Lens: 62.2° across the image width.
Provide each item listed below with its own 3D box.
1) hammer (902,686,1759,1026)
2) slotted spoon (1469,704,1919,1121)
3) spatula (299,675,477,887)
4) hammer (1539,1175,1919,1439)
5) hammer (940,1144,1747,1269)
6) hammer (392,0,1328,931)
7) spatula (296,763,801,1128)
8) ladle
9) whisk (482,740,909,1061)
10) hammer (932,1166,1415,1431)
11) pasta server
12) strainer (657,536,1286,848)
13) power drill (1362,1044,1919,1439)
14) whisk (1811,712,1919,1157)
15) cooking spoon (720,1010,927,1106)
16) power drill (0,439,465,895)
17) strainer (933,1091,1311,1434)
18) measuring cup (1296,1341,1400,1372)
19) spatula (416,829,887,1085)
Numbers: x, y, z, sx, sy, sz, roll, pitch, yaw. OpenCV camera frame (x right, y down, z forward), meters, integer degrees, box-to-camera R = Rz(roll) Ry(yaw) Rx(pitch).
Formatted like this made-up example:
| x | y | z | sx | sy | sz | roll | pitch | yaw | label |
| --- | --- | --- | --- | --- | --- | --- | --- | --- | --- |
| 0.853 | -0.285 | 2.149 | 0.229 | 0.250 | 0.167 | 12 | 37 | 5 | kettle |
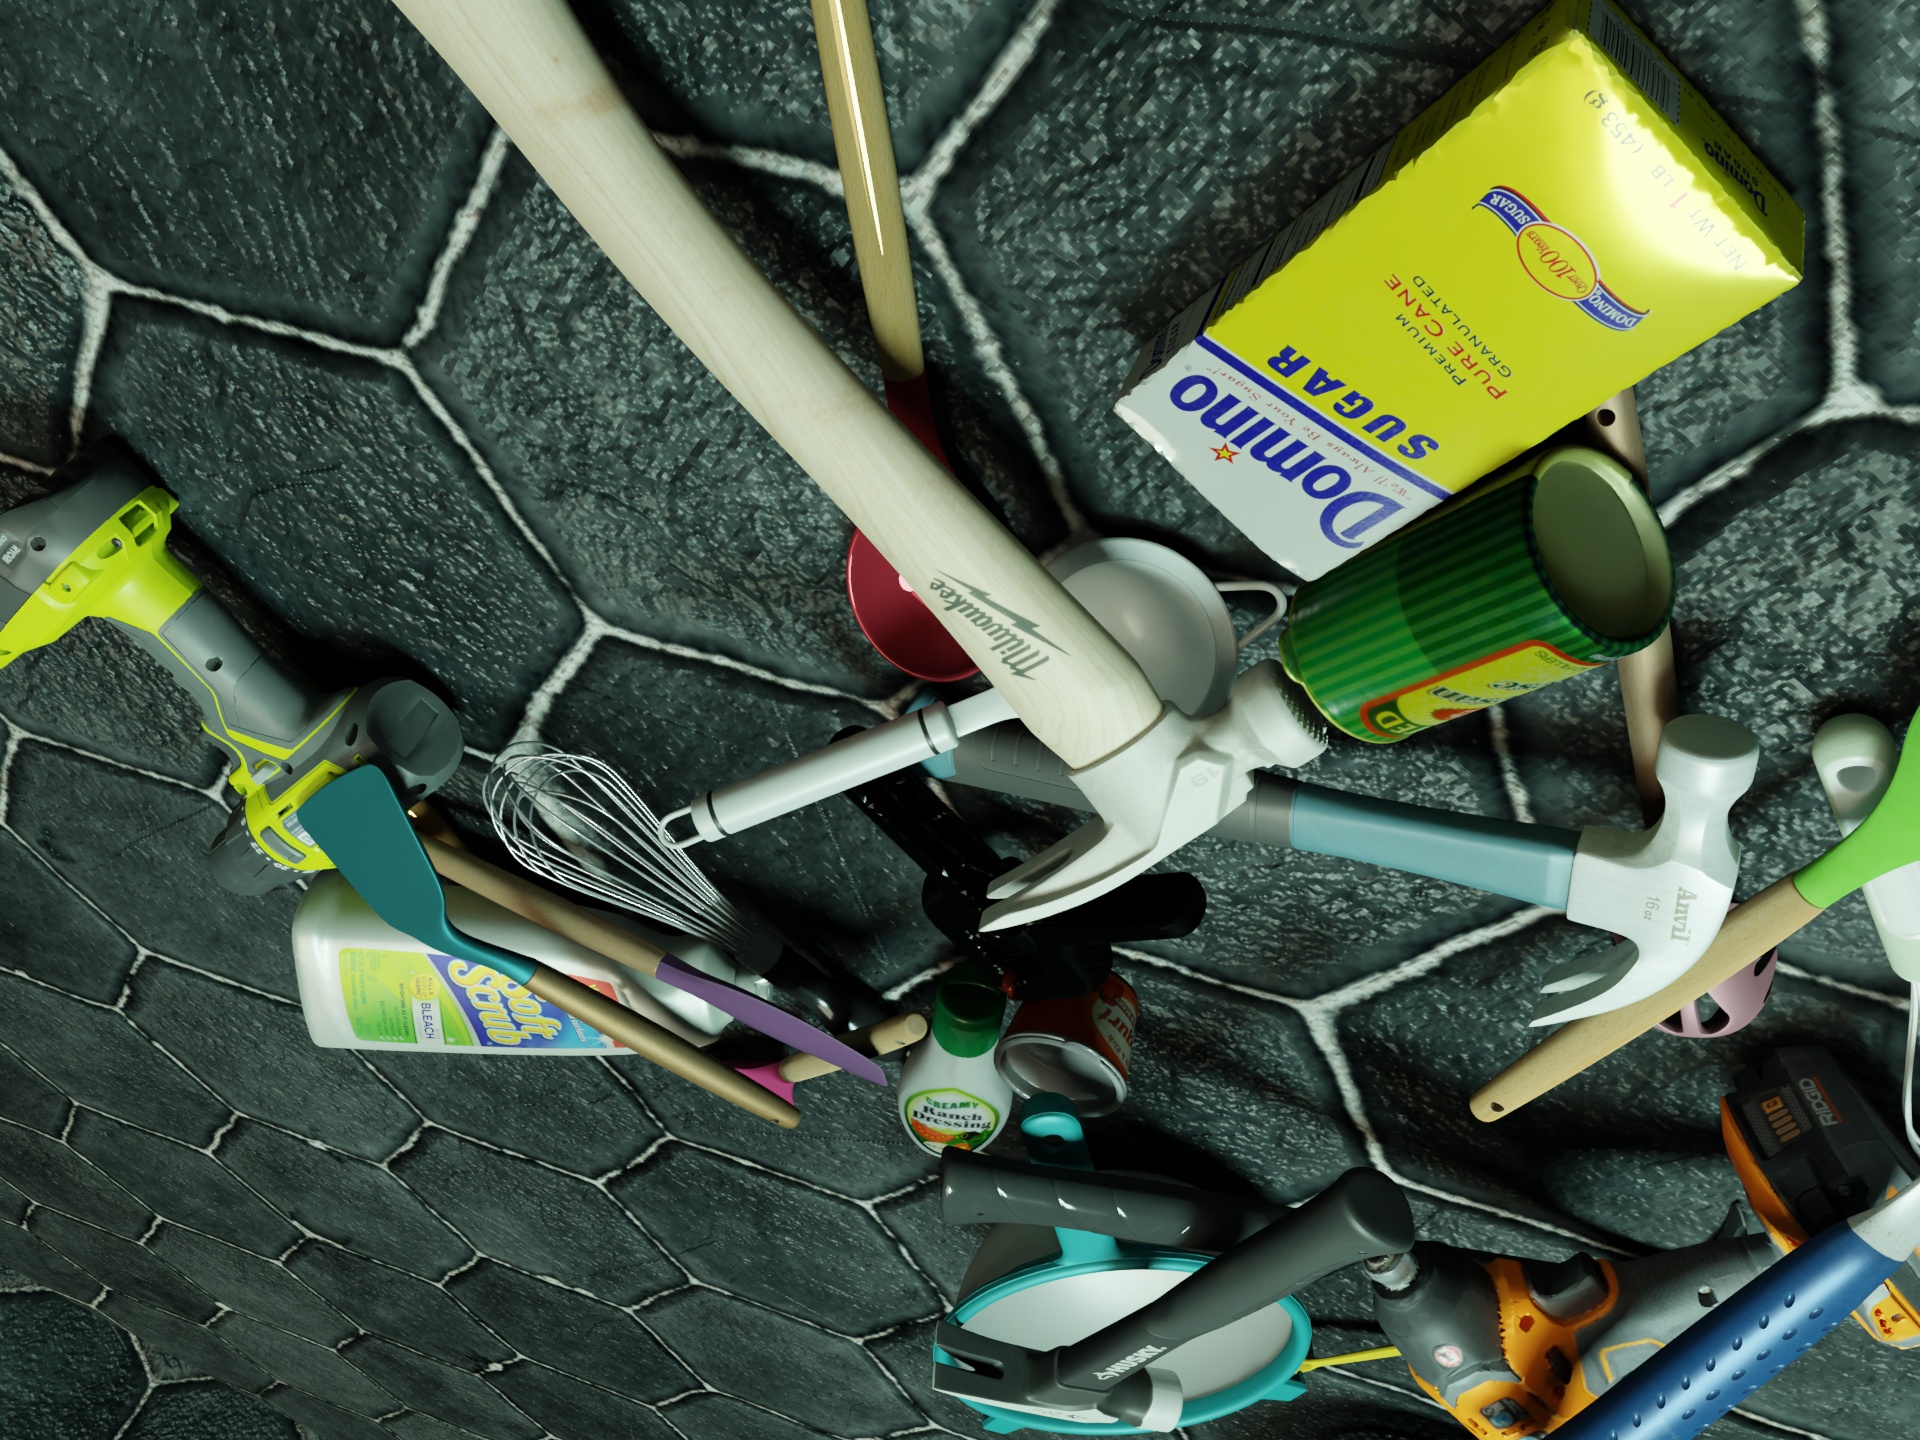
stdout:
| x | y | z | sx | sy | sz | roll | pitch | yaw | label |
| --- | --- | --- | --- | --- | --- | --- | --- | --- | --- |
| 0.117 | 0.032 | 0.614 | 0.331 | 0.033 | 0.128 | 11 | 126 | 28 | hammer |
| 0.282 | 0.074 | 0.561 | 0.070 | 0.031 | 0.313 | 39 | 136 | 5 | slotted spoon |
| -0.267 | 0.094 | 0.919 | 0.081 | 0.041 | 0.322 | -13 | 123 | 35 | spatula |
| 0.348 | 0.186 | 0.580 | 0.144 | 0.035 | 0.405 | 31 | 116 | -10 | hammer |
| 0.185 | 0.250 | 0.764 | 0.408 | 0.036 | 0.149 | 12 | 138 | -12 | hammer |
| -0.058 | -0.102 | 0.523 | 0.146 | 0.038 | 0.410 | -35 | 107 | 24 | hammer |
| -0.199 | 0.133 | 0.827 | 0.082 | 0.044 | 0.317 | -26 | 129 | 37 | spatula |
| -0.025 | -0.140 | 0.538 | 0.069 | 0.031 | 0.315 | 3 | 134 | 13 | ladle |
| -0.130 | 0.103 | 0.836 | 0.284 | 0.070 | 0.070 | 40 | 138 | -25 | whisk |
| 0.101 | 0.277 | 0.747 | 0.146 | 0.035 | 0.334 | 15 | 142 | -14 | hammer |
| 0.248 | 0.011 | 0.565 | 0.060 | 0.040 | 0.316 | -3 | 129 | 29 | pasta server |
| -0.001 | -0.002 | 0.608 | 0.258 | 0.050 | 0.087 | -21 | 96 | 9 | strainer |
| 0.293 | 0.235 | 0.681 | 0.226 | 0.084 | 0.164 | -38 | 112 | 22 | power drill |
| 0.356 | 0.093 | 0.582 | 0.058 | 0.059 | 0.246 | -12 | 123 | 38 | whisk |
| -0.086 | 0.193 | 0.895 | 0.068 | 0.017 | 0.319 | 34 | 152 | -12 | cooking spoon |
| -0.388 | -0.010 | 0.804 | 0.190 | 0.080 | 0.228 | -30 | 115 | 34 | power drill |
| 0.075 | 0.277 | 0.876 | 0.211 | 0.095 | 0.340 | -10 | 131 | 8 | strainer |
| 0.233 | 0.374 | 0.968 | 0.156 | 0.029 | 0.062 | -19 | 145 | 24 | measuring cup |
| -0.178 | 0.117 | 0.832 | 0.316 | 0.018 | 0.059 | 23 | 156 | 15 | spatula |
